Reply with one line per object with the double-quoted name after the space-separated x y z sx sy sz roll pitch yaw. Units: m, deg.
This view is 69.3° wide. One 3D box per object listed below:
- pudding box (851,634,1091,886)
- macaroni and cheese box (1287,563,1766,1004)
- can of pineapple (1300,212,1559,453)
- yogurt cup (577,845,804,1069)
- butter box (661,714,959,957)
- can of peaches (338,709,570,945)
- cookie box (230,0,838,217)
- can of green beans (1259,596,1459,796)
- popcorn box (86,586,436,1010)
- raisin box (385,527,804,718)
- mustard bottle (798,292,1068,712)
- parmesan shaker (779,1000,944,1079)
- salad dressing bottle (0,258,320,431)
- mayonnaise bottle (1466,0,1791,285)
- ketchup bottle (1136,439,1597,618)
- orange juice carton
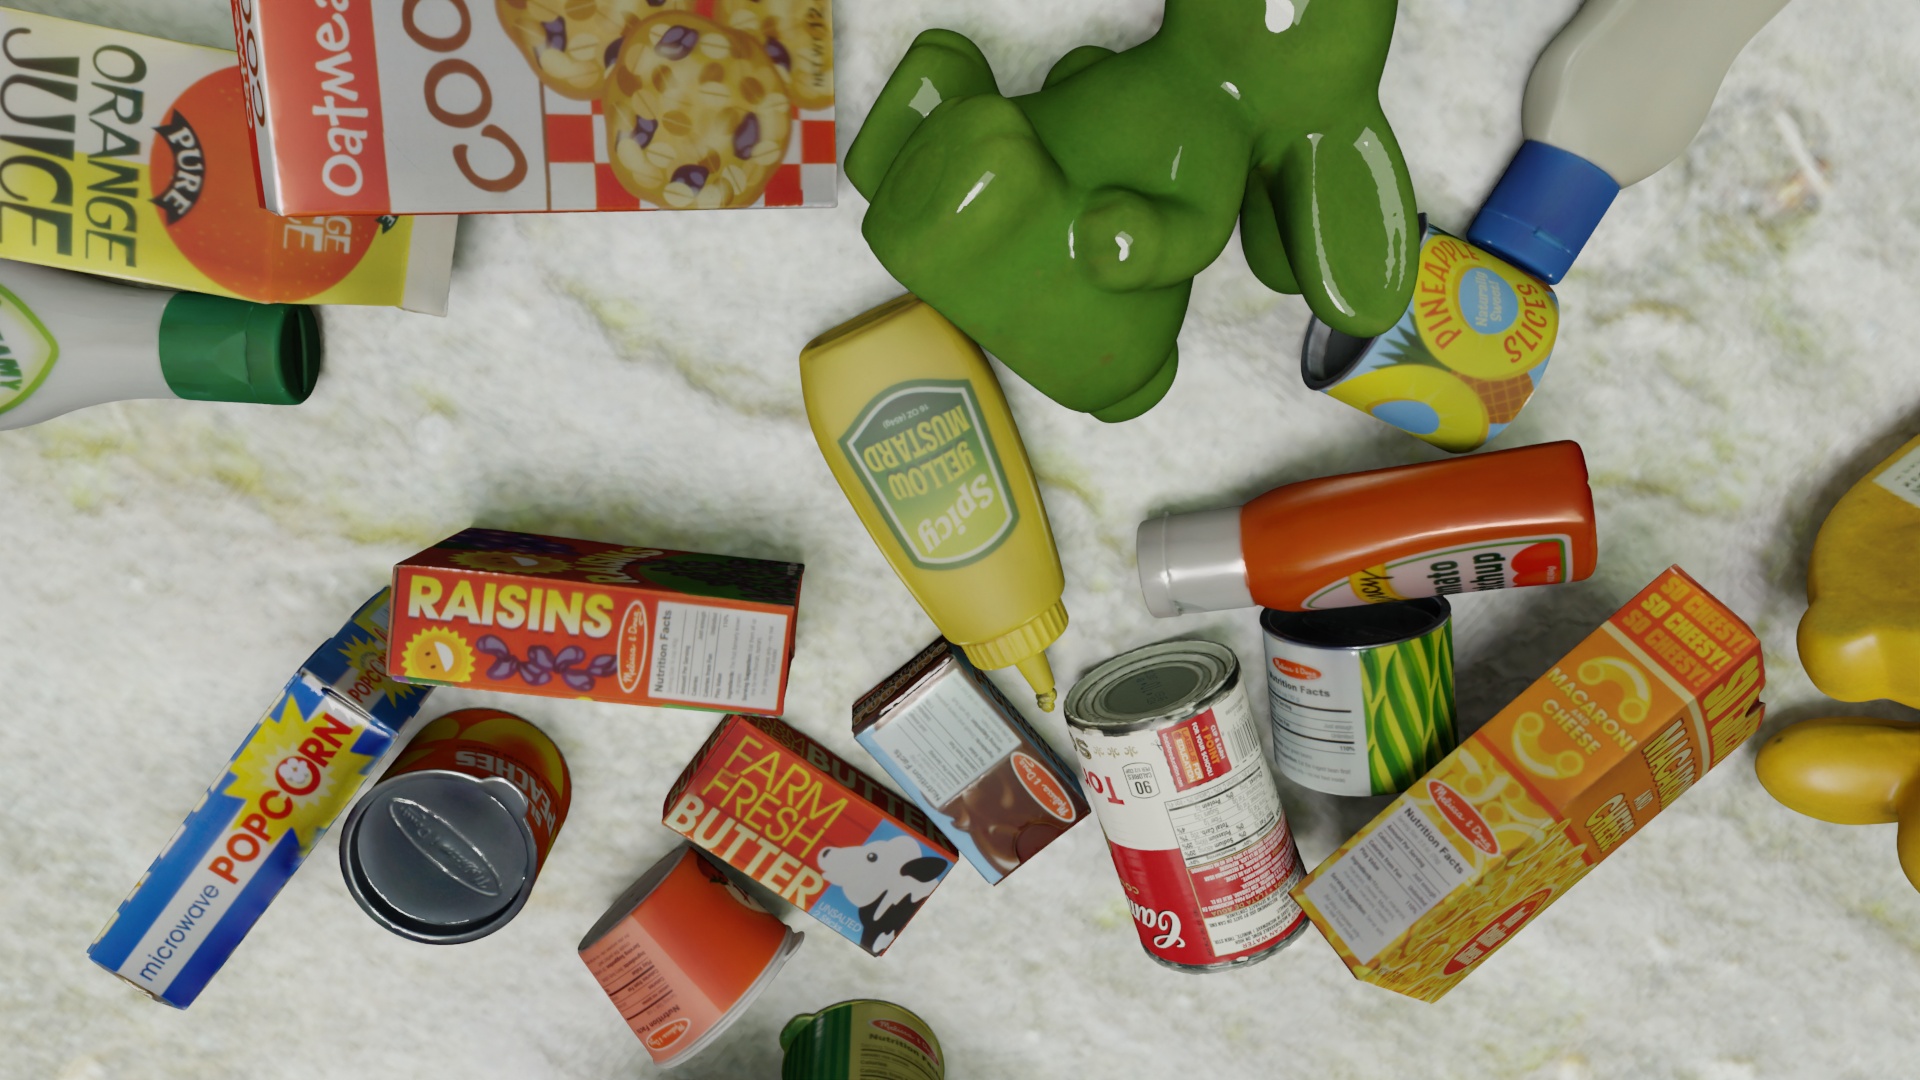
0.003 0.082 0.520 0.049 0.030 0.083 -40 104 6 "pudding box"
0.208 0.095 0.496 0.166 0.040 0.123 -43 146 8 "macaroni and cheese box"
0.159 -0.070 0.470 0.058 0.071 0.071 23 102 -10 "can of pineapple"
-0.104 0.151 0.515 0.072 0.072 0.054 -41 95 7 "yogurt cup"
-0.056 0.109 0.526 0.103 0.024 0.053 36 100 -11 "butter box"
-0.177 0.100 0.499 0.071 0.058 0.071 -1 104 -3 "can of peaches"
-0.120 -0.159 0.408 0.168 0.040 0.122 -9 108 -31 "cookie box"
0.145 0.052 0.503 0.071 0.071 0.057 -10 106 -1 "can of green beans"
-0.231 0.085 0.478 0.038 0.085 0.126 38 99 -13 "popcorn box"
-0.117 0.026 0.469 0.123 0.086 0.040 7 98 -6 "raisin box"
0.002 -0.006 0.487 0.065 0.049 0.160 -26 105 5 "mustard bottle"
-0.039 0.229 0.518 0.071 0.103 0.071 -1 105 -3 "parmesan shaker"
-0.292 -0.066 0.456 0.148 0.044 0.064 2 106 -4 "salad dressing bottle"
0.226 -0.159 0.467 0.065 0.041 0.147 28 102 -9 "mayonnaise bottle"
0.137 0.000 0.481 0.149 0.064 0.044 -8 68 18 "ketchup bottle"
-0.253 -0.120 0.429 0.193 0.073 0.071 9 104 -7 "orange juice carton"
